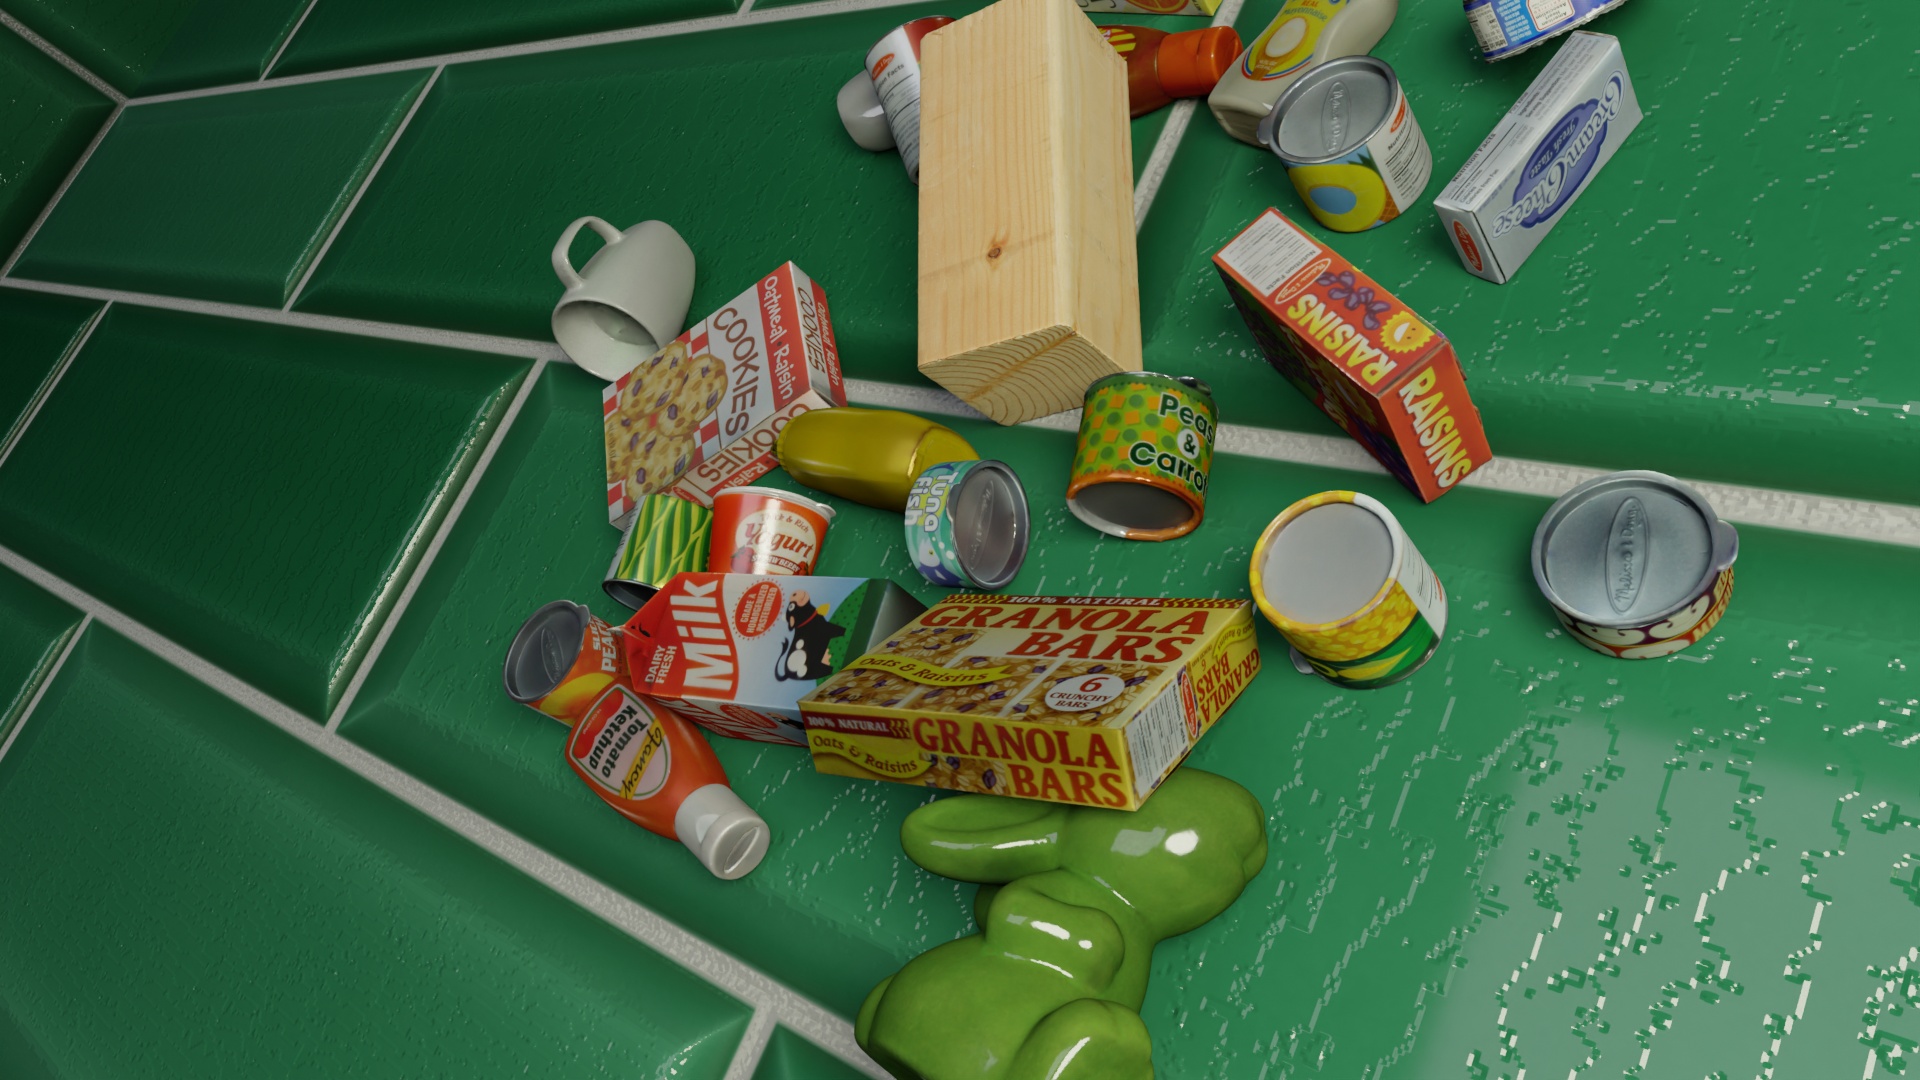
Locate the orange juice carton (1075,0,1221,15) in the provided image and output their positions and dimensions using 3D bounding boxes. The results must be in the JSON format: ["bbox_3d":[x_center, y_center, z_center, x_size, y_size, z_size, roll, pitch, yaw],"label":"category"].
[{"bbox_3d":[0.089,-0.390,0.886,0.193,0.071,0.073,23,78,43],"label":"orange juice carton"}]

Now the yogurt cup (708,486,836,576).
[{"bbox_3d":[-0.112,0.005,0.789,0.072,0.072,0.054,-4,69,35],"label":"yogurt cup"}]

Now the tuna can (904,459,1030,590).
[{"bbox_3d":[0.003,-0.009,0.706,0.033,0.071,0.071,-1,63,38],"label":"tuna can"}]

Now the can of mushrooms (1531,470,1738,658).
[{"bbox_3d":[0.258,0.010,0.529,0.071,0.033,0.071,-19,52,27],"label":"can of mushrooms"}]

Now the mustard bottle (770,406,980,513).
[{"bbox_3d":[-0.061,-0.049,0.786,0.160,0.065,0.049,13,76,45],"label":"mustard bottle"}]

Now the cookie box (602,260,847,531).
[{"bbox_3d":[-0.155,-0.088,0.897,0.167,0.040,0.123,-30,49,19],"label":"cookie box"}]

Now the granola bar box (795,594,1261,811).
[{"bbox_3d":[0.031,0.065,0.612,0.165,0.039,0.125,-1,21,36],"label":"granola bar box"}]

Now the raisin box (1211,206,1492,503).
[{"bbox_3d":[0.173,-0.083,0.616,0.040,0.086,0.124,-38,46,5],"label":"raisin box"}]

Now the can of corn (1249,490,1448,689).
[{"bbox_3d":[0.159,0.022,0.578,0.071,0.058,0.071,-19,53,27],"label":"can of corn"}]

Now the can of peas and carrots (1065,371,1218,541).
[{"bbox_3d":[0.089,-0.040,0.664,0.071,0.071,0.059,-5,61,35],"label":"can of peas and carrots"}]

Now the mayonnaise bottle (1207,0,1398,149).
[{"bbox_3d":[0.200,-0.282,0.754,0.148,0.041,0.065,-54,44,-4],"label":"mayonnaise bottle"}]

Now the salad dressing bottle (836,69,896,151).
[{"bbox_3d":[-0.011,-0.315,0.933,0.147,0.044,0.064,-22,55,23],"label":"salad dressing bottle"}]

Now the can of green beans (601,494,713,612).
[{"bbox_3d":[-0.171,0.012,0.825,0.071,0.071,0.058,0,63,37],"label":"can of green beans"}]

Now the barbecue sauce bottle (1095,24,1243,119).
[{"bbox_3d":[0.095,-0.279,0.829,0.148,0.043,0.065,8,71,39],"label":"barbecue sauce bottle"}]

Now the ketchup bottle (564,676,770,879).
[{"bbox_3d":[-0.158,0.131,0.755,0.149,0.043,0.065,28,82,43],"label":"ketchup bottle"}]

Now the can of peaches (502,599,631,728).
[{"bbox_3d":[-0.228,0.076,0.833,0.071,0.058,0.071,-19,52,27],"label":"can of peaches"}]

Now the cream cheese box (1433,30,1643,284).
[{"bbox_3d":[0.263,-0.173,0.629,0.104,0.053,0.024,-50,44,-1],"label":"cream cheese box"}]

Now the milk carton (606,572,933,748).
[{"bbox_3d":[-0.101,0.064,0.736,0.190,0.072,0.074,0,64,37],"label":"milk carton"}]

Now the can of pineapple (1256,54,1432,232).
[{"bbox_3d":[0.193,-0.197,0.693,0.071,0.057,0.071,-19,53,27],"label":"can of pineapple"}]

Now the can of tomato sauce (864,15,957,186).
[{"bbox_3d":[-0.014,-0.274,0.872,0.071,0.071,0.083,-24,81,23],"label":"can of tomato sauce"}]
